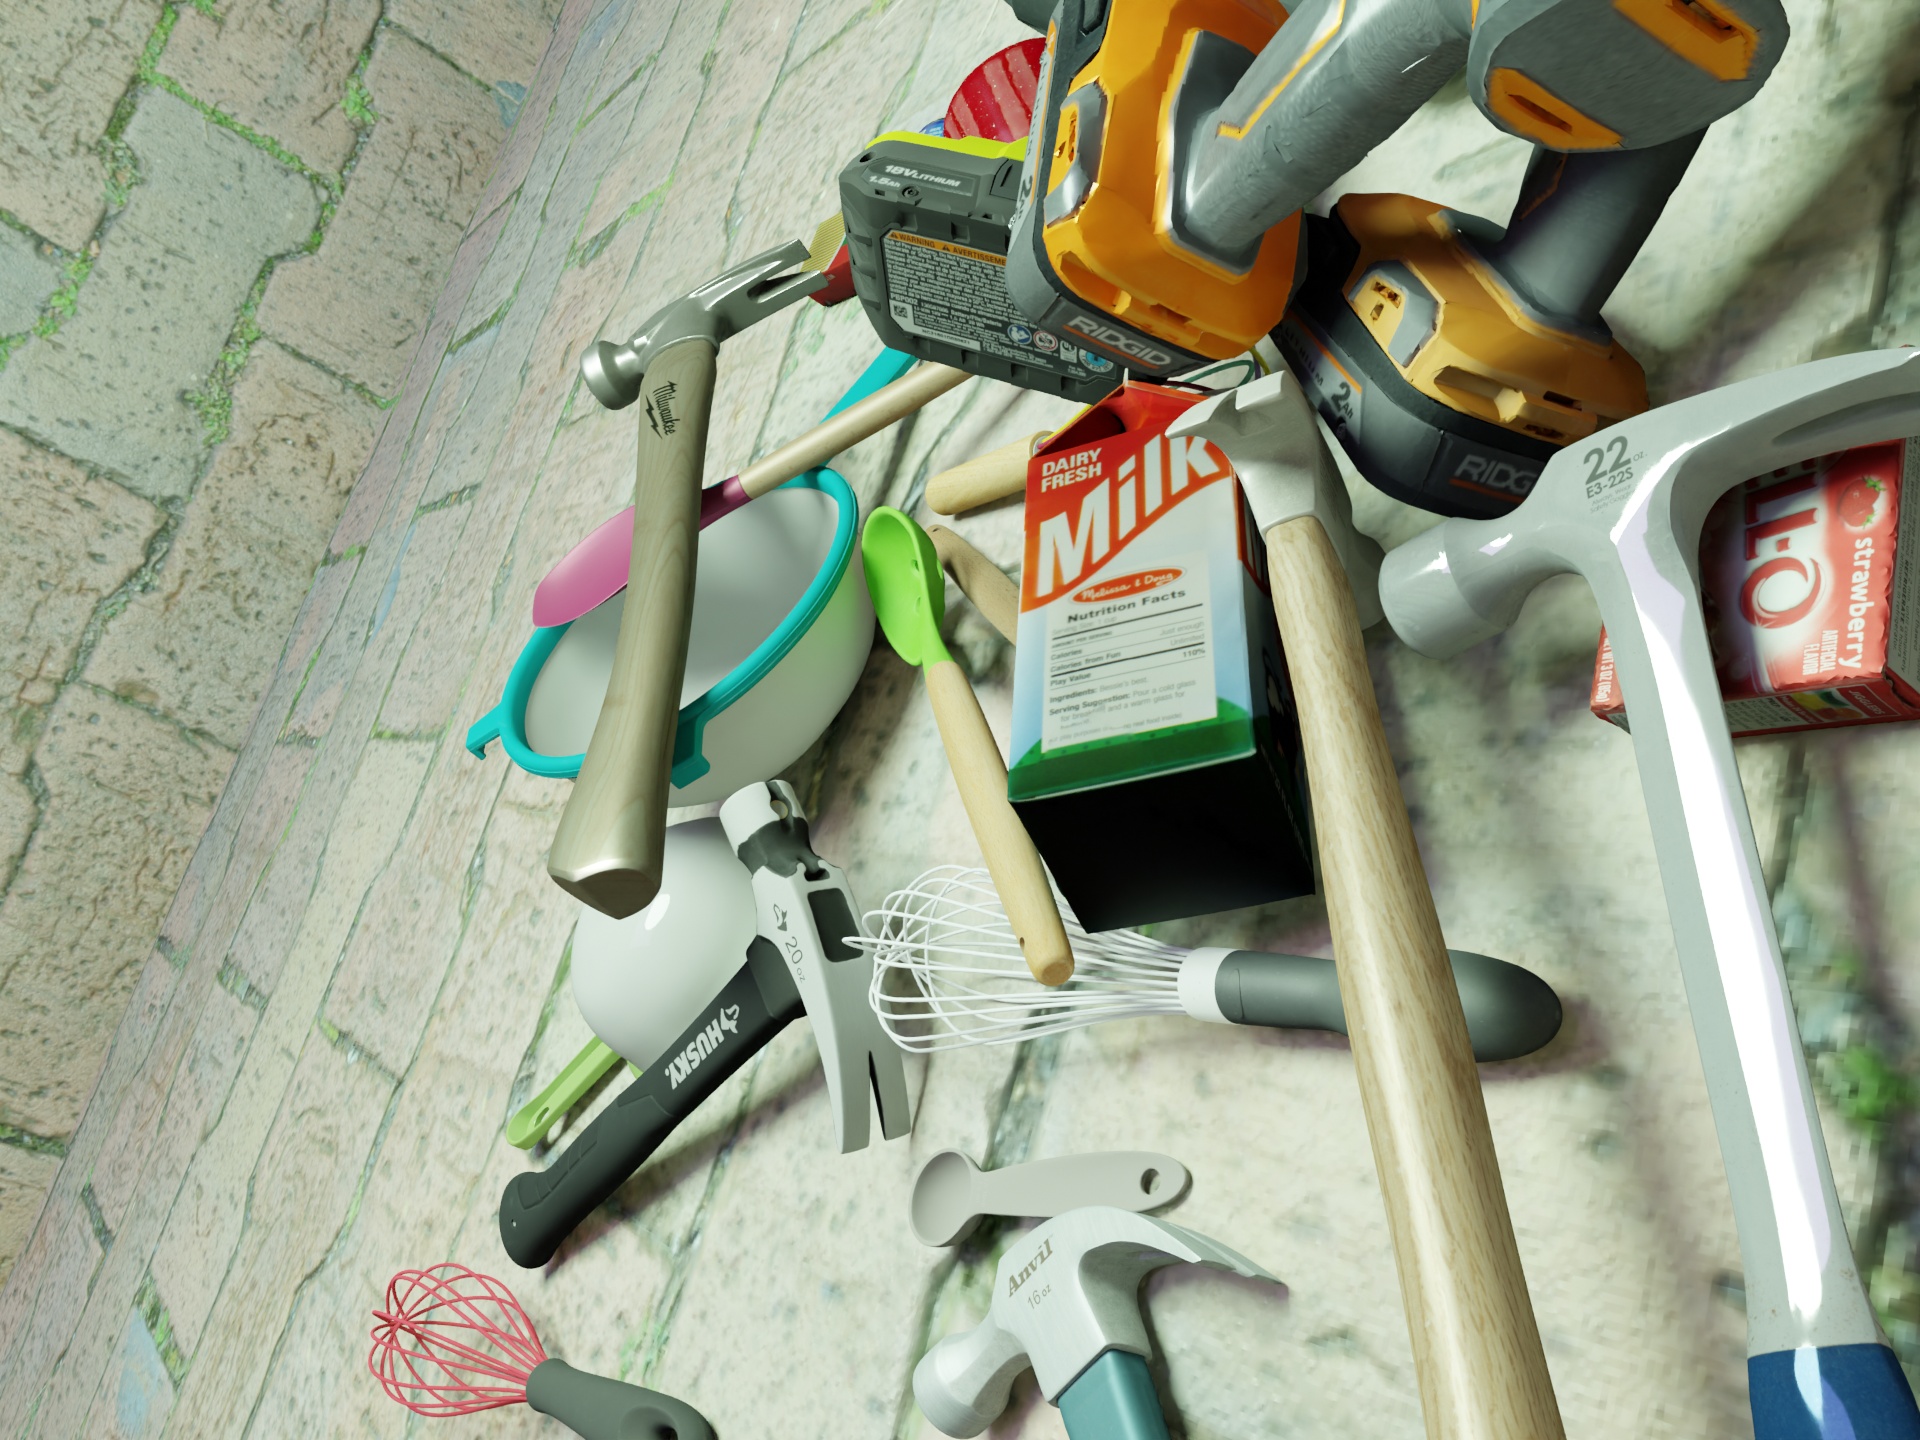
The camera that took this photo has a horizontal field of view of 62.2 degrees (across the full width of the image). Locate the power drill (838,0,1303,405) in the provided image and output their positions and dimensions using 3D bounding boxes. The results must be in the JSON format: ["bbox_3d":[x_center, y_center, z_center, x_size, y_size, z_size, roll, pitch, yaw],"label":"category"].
[{"bbox_3d":[0.049,-0.236,0.616,0.080,0.171,0.223,84,-151,-57],"label":"power drill"}]

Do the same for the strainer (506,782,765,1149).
[{"bbox_3d":[-0.185,0.140,0.820,0.256,0.069,0.152,-46,34,25],"label":"strainer"}]

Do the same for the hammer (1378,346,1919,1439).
[{"bbox_3d":[0.164,0.107,0.299,0.144,0.035,0.406,-32,48,45],"label":"hammer"}]

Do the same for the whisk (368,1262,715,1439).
[{"bbox_3d":[-0.199,0.304,0.735,0.296,0.073,0.073,-8,61,48],"label":"whisk"}]

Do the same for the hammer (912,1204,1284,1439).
[{"bbox_3d":[0.068,0.258,0.374,0.128,0.033,0.331,-53,32,21],"label":"hammer"}]

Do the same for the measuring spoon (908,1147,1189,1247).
[{"bbox_3d":[0.030,0.159,0.532,0.124,0.018,0.034,-20,51,42],"label":"measuring spoon"}]

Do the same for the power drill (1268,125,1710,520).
[{"bbox_3d":[0.174,-0.190,0.449,0.186,0.084,0.226,-104,32,-48],"label":"power drill"}]

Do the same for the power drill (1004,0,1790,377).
[{"bbox_3d":[0.107,-0.196,0.414,0.226,0.084,0.164,-16,61,60],"label":"power drill"}]

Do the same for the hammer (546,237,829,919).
[{"bbox_3d":[-0.131,-0.085,0.744,0.146,0.038,0.411,-23,43,18],"label":"hammer"}]

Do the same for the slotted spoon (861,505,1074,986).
[{"bbox_3d":[-0.001,-0.002,0.607,0.314,0.031,0.070,-111,18,-58],"label":"slotted spoon"}]

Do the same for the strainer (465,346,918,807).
[{"bbox_3d":[-0.087,-0.073,0.829,0.211,0.095,0.340,4,49,45],"label":"strainer"}]

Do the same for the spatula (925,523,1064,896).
[{"bbox_3d":[0.028,-0.028,0.644,0.082,0.044,0.318,-23,25,-5],"label":"spatula"}]

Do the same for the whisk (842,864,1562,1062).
[{"bbox_3d":[0.058,0.083,0.505,0.285,0.070,0.070,-5,64,51],"label":"whisk"}]

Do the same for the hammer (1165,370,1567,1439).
[{"bbox_3d":[0.099,0.038,0.380,0.031,0.129,0.332,-20,46,21],"label":"hammer"}]

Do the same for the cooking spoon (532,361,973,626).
[{"bbox_3d":[-0.085,-0.128,0.790,0.319,0.017,0.069,-27,41,15],"label":"cooking spoon"}]

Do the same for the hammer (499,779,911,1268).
[{"bbox_3d":[-0.134,0.176,0.715,0.334,0.035,0.146,-47,60,39],"label":"hammer"}]

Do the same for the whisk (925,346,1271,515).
[{"bbox_3d":[0.050,-0.115,0.681,0.245,0.047,0.051,-8,49,60],"label":"whisk"}]
